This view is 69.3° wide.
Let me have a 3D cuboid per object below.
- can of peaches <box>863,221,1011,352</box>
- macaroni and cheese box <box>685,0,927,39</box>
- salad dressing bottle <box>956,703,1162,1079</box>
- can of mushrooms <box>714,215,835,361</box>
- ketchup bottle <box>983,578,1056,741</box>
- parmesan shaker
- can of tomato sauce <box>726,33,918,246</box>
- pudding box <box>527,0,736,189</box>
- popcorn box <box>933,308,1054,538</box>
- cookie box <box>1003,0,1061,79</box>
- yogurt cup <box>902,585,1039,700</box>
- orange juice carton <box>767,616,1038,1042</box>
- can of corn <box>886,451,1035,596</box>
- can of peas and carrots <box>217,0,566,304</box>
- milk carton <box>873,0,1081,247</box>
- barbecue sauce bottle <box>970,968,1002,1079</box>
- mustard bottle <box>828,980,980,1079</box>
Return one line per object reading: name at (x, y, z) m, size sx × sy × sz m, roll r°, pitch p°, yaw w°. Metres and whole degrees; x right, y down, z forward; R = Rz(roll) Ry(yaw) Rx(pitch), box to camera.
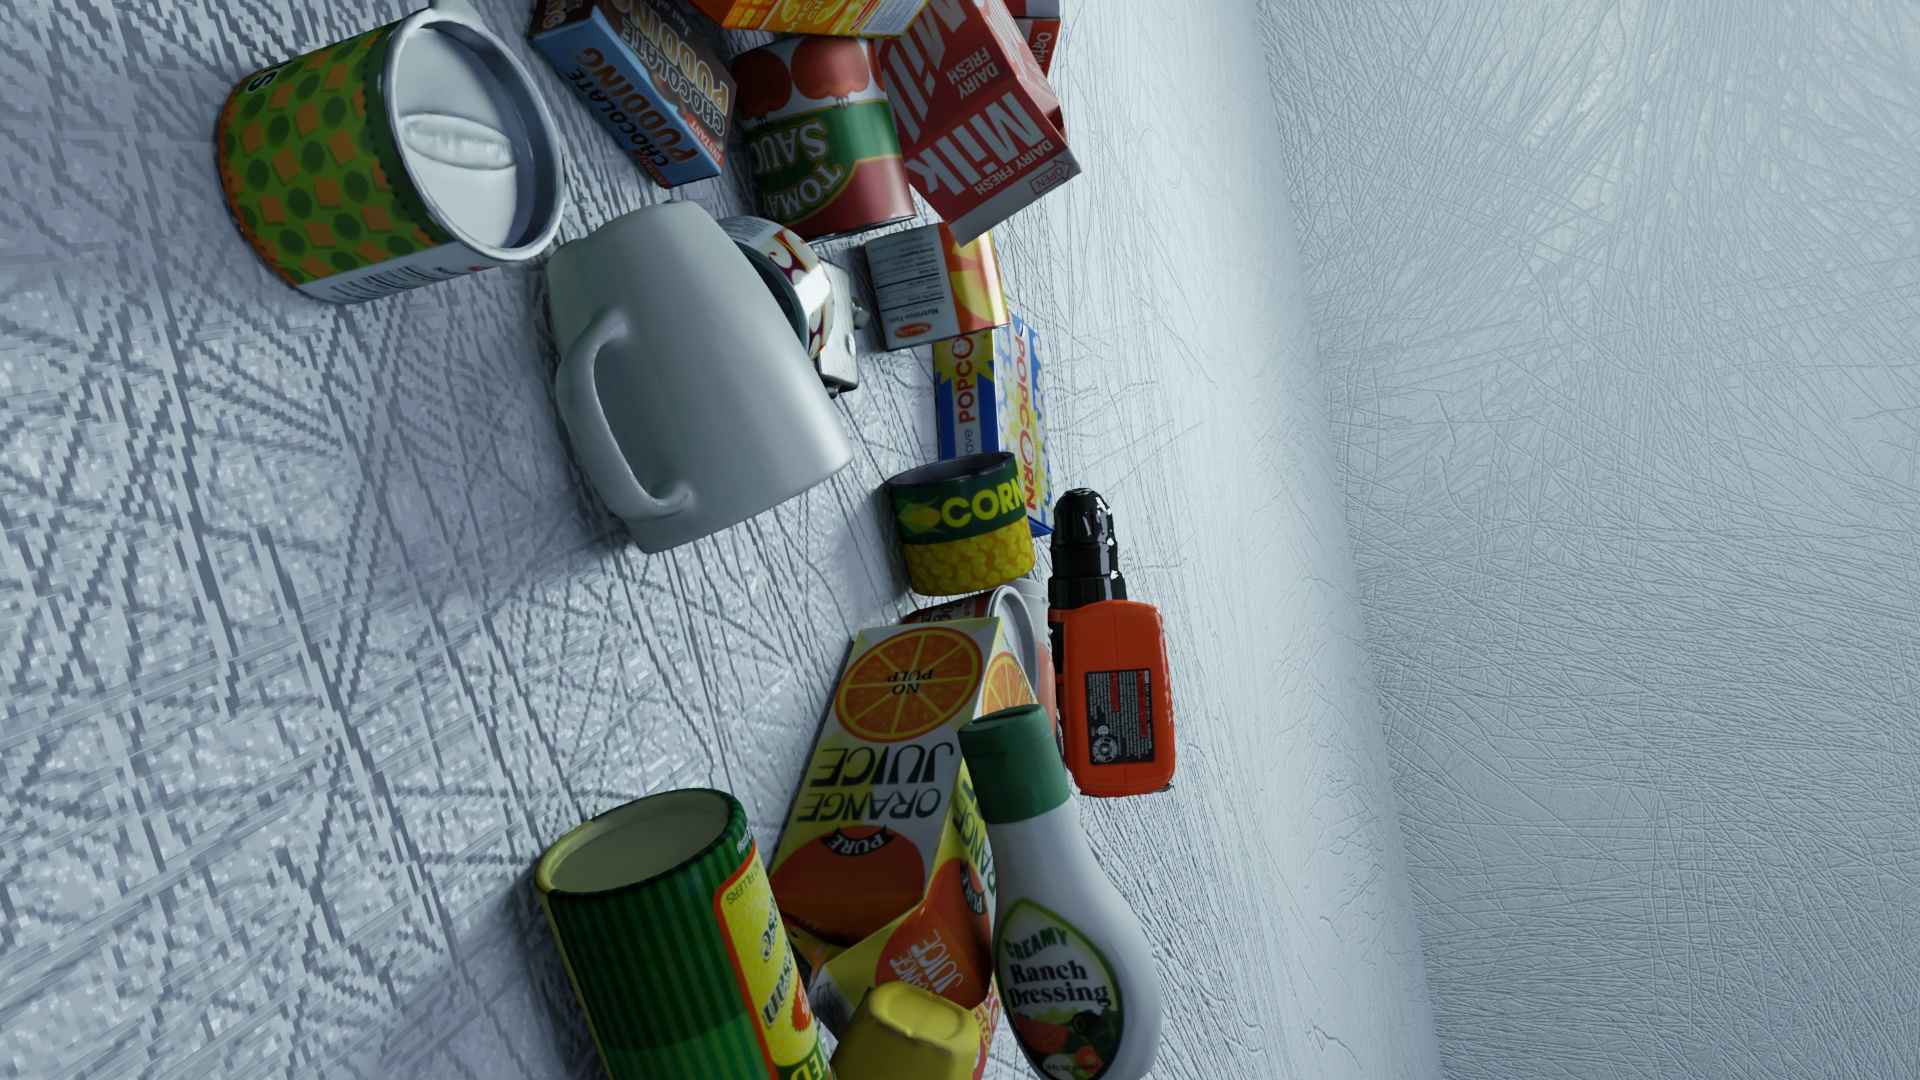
can of peaches at (-0.011, -0.132, 0.716) m, size 0.071 × 0.071 × 0.058 m, roll -33°, pitch 112°, yaw -66°
macaroni and cheese box at (-0.087, -0.244, 0.524) m, size 0.124 × 0.040 × 0.167 m, roll 42°, pitch 27°, yaw 2°
salad dressing bottle at (0.036, 0.140, 0.545) m, size 0.044 × 0.064 × 0.147 m, roll -19°, pitch 93°, yaw -57°
can of mushrooms at (-0.082, -0.084, 0.522) m, size 0.034 × 0.071 × 0.070 m, roll -64°, pitch 140°, yaw -57°
ketchup bottle at (0.030, 0.095, 0.762) m, size 0.064 × 0.043 × 0.149 m, roll 52°, pitch 35°, yaw -60°
parmesan shaker at (-0.084, 0.138, 0.429) m, size 0.071 × 0.071 × 0.102 m, roll -48°, pitch 126°, yaw -63°
can of tomato sauce at (-0.062, -0.174, 0.608) m, size 0.071 × 0.071 × 0.083 m, roll -40°, pitch 118°, yaw -65°
pudding box at (-0.119, -0.176, 0.514) m, size 0.083 × 0.030 × 0.050 m, roll 49°, pitch 39°, yaw -53°
popcorn box at (0.020, -0.069, 0.806) m, size 0.085 × 0.038 × 0.127 m, roll 23°, pitch 61°, yaw -63°
cookie box at (0.026, -0.310, 0.818) m, size 0.167 × 0.040 × 0.123 m, roll 108°, pitch -19°, yaw -74°
yogurt cup at (0.004, 0.059, 0.696) m, size 0.072 × 0.054 × 0.072 m, roll -9°, pitch 91°, yaw -68°
orange juice carton at (-0.023, 0.125, 0.581) m, size 0.194 × 0.073 × 0.071 m, roll -73°, pitch 148°, yaw -47°
can of corn at (0.002, -0.009, 0.697) m, size 0.071 × 0.071 × 0.058 m, roll -39°, pitch 118°, yaw -65°
can of peas and carrots at (-0.151, -0.103, 0.370) m, size 0.071 × 0.058 × 0.071 m, roll -10°, pitch 91°, yaw -68°
milk carton at (-0.016, -0.238, 0.659) m, size 0.190 × 0.072 × 0.073 m, roll 63°, pitch 21°, yaw 5°
barbecue sauce bottle at (0.000, 0.197, 0.648) m, size 0.149 × 0.043 × 0.064 m, roll -61°, pitch 136°, yaw -57°
mustard bottle at (-0.042, 0.237, 0.481) m, size 0.065 × 0.049 × 0.160 m, roll 24°, pitch 88°, yaw -80°
